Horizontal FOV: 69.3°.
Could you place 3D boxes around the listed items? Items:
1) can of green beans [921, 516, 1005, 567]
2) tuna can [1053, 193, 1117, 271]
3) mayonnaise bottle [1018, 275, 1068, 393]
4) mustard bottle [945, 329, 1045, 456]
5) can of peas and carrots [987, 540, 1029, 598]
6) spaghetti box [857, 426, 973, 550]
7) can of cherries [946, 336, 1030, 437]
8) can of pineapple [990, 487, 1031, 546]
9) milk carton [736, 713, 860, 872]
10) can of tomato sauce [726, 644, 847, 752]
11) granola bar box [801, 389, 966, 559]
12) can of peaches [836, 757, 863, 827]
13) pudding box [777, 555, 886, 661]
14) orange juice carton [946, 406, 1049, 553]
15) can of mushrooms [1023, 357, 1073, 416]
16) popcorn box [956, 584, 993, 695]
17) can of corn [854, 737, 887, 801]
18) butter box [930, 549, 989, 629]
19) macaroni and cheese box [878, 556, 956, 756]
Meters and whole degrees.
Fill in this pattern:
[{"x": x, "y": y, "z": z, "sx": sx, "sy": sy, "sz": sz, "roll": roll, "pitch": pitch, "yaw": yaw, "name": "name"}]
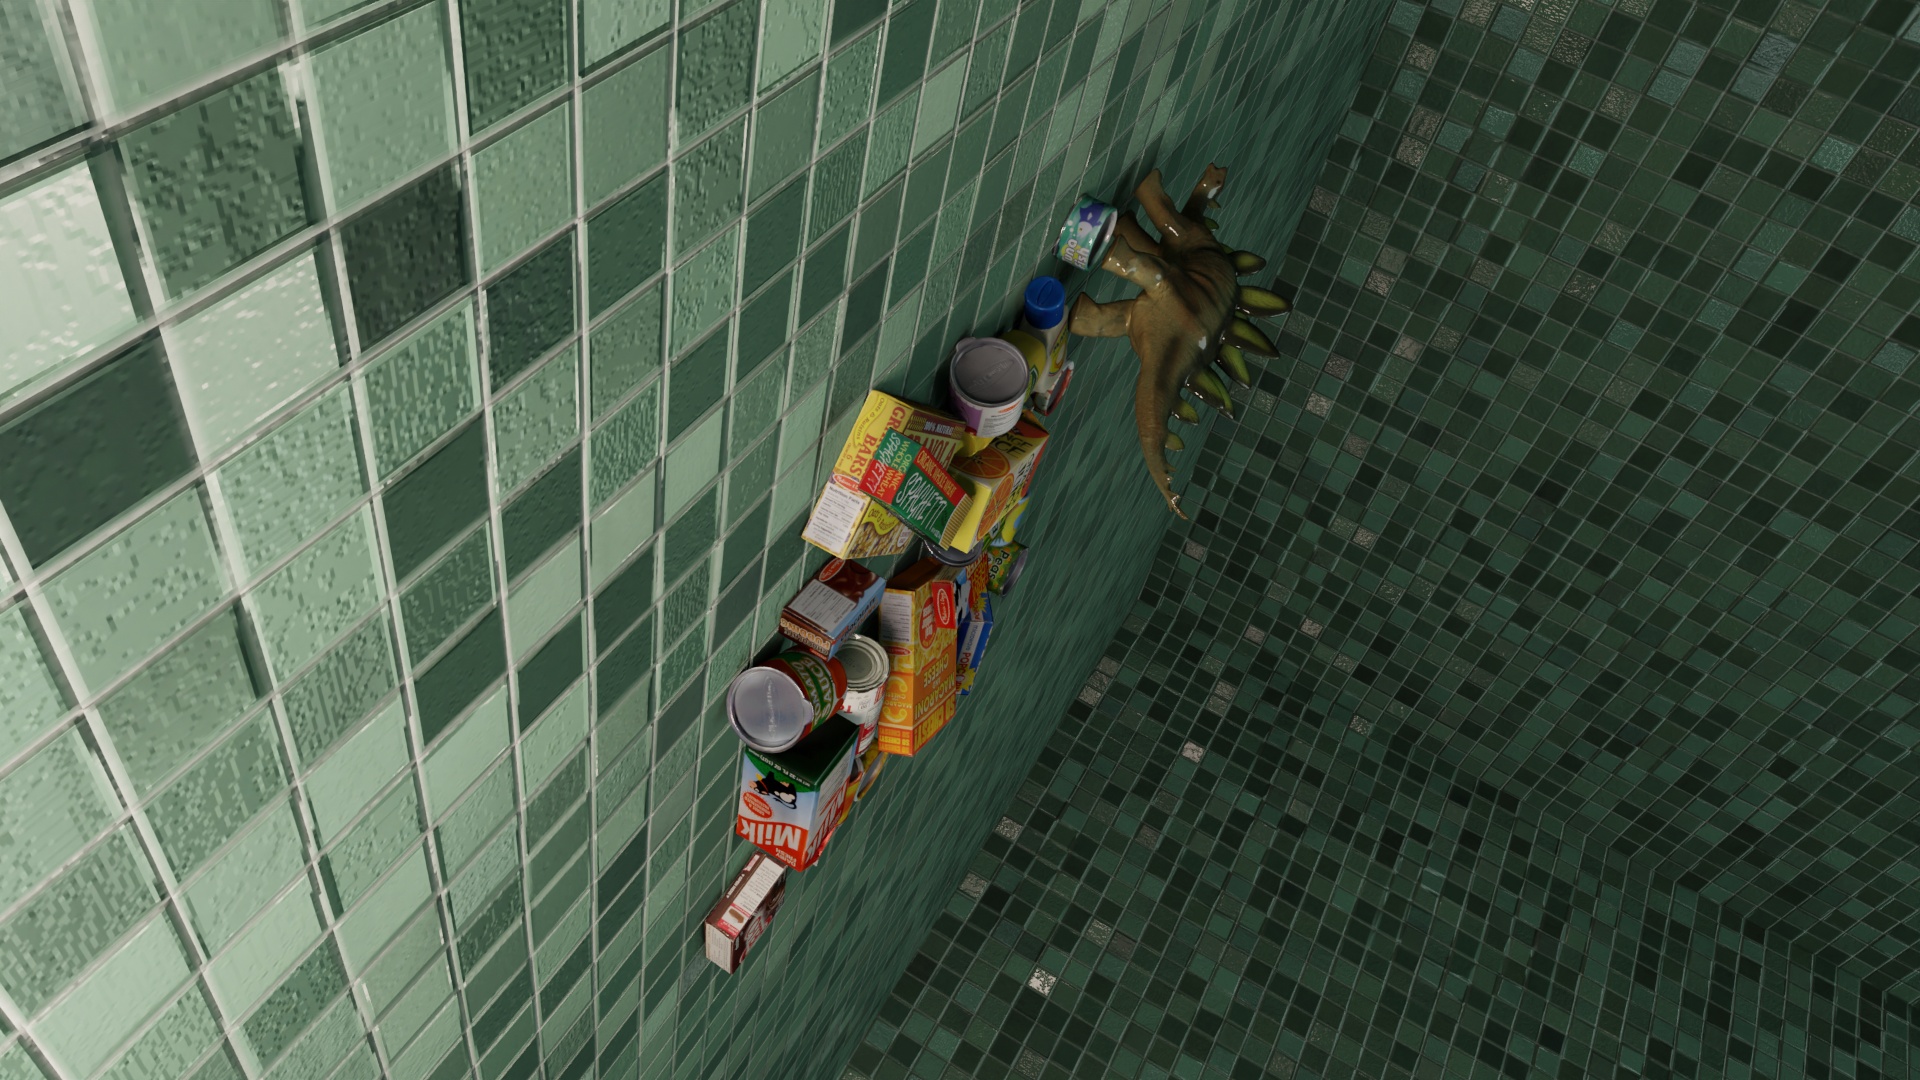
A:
[{"x": 0.003, "y": -0.016, "z": 1.339, "sx": 0.058, "sy": 0.071, "sz": 0.071, "roll": -46, "pitch": 160, "yaw": -54, "name": "can of green beans"}, {"x": 0.117, "y": -0.286, "z": 1.298, "sx": 0.071, "sy": 0.033, "sz": 0.070, "roll": -58, "pitch": 167, "yaw": -21, "name": "tuna can"}, {"x": 0.078, "y": -0.197, "z": 1.312, "sx": 0.065, "sy": 0.041, "sz": 0.147, "roll": -62, "pitch": 169, "yaw": -17, "name": "mayonnaise bottle"}, {"x": 0.021, "y": -0.119, "z": 1.228, "sx": 0.161, "sy": 0.049, "sz": 0.065, "roll": -54, "pitch": 164, "yaw": -33, "name": "mustard bottle"}, {"x": 0.038, "y": 0.024, "z": 1.590, "sx": 0.071, "sy": 0.059, "sz": 0.070, "roll": -57, "pitch": 166, "yaw": -22, "name": "can of peas and carrots"}, {"x": -0.030, "y": -0.034, "z": 1.056, "sx": 0.050, "sy": 0.029, "sz": 0.250, "roll": -62, "pitch": 169, "yaw": -3, "name": "spaghetti box"}, {"x": 0.021, "y": -0.130, "z": 1.166, "sx": 0.072, "sy": 0.071, "sz": 0.058, "roll": -57, "pitch": 171, "yaw": -21, "name": "can of cherries"}, {"x": 0.032, "y": -0.035, "z": 1.418, "sx": 0.071, "sy": 0.071, "sz": 0.057, "roll": -41, "pitch": 156, "yaw": -59, "name": "can of pineapple"}, {"x": -0.148, "y": 0.225, "z": 1.233, "sx": 0.074, "sy": 0.072, "sz": 0.189, "roll": -51, "pitch": 163, "yaw": -41, "name": "milk carton"}, {"x": -0.131, "y": 0.119, "z": 1.074, "sx": 0.071, "sy": 0.071, "sz": 0.083, "roll": -65, "pitch": 168, "yaw": 16, "name": "can of tomato sauce"}, {"x": -0.055, "y": -0.049, "z": 1.088, "sx": 0.124, "sy": 0.039, "sz": 0.166, "roll": -64, "pitch": 168, "yaw": 7, "name": "granola bar box"}, {"x": -0.133, "y": 0.234, "z": 1.328, "sx": 0.071, "sy": 0.071, "sz": 0.057, "roll": -44, "pitch": 158, "yaw": -56, "name": "can of peaches"}, {"x": -0.100, "y": 0.051, "z": 1.097, "sx": 0.084, "sy": 0.050, "sz": 0.030, "roll": -50, "pitch": 165, "yaw": -45, "name": "pudding box"}, {"x": 0.023, "y": -0.067, "z": 1.292, "sx": 0.193, "sy": 0.073, "sz": 0.071, "roll": -44, "pitch": 158, "yaw": -57, "name": "orange juice carton"}, {"x": 0.089, "y": -0.163, "z": 1.451, "sx": 0.071, "sy": 0.033, "sz": 0.070, "roll": -58, "pitch": 168, "yaw": -20, "name": "can of mushrooms"}, {"x": 0.001, "y": 0.102, "z": 1.563, "sx": 0.085, "sy": 0.038, "sz": 0.126, "roll": -101, "pitch": -160, "yaw": -44, "name": "popcorn box"}, {"x": -0.112, "y": 0.219, "z": 1.399, "sx": 0.071, "sy": 0.058, "sz": 0.071, "roll": -57, "pitch": 167, "yaw": -20, "name": "can of corn"}, {"x": 0.001, "y": 0.039, "z": 1.365, "sx": 0.104, "sy": 0.024, "sz": 0.053, "roll": -54, "pitch": 144, "yaw": -57, "name": "butter box"}, {"x": -0.041, "y": 0.111, "z": 1.366, "sx": 0.124, "sy": 0.040, "sz": 0.166, "roll": -32, "pitch": 126, "yaw": -66, "name": "macaroni and cheese box"}]
